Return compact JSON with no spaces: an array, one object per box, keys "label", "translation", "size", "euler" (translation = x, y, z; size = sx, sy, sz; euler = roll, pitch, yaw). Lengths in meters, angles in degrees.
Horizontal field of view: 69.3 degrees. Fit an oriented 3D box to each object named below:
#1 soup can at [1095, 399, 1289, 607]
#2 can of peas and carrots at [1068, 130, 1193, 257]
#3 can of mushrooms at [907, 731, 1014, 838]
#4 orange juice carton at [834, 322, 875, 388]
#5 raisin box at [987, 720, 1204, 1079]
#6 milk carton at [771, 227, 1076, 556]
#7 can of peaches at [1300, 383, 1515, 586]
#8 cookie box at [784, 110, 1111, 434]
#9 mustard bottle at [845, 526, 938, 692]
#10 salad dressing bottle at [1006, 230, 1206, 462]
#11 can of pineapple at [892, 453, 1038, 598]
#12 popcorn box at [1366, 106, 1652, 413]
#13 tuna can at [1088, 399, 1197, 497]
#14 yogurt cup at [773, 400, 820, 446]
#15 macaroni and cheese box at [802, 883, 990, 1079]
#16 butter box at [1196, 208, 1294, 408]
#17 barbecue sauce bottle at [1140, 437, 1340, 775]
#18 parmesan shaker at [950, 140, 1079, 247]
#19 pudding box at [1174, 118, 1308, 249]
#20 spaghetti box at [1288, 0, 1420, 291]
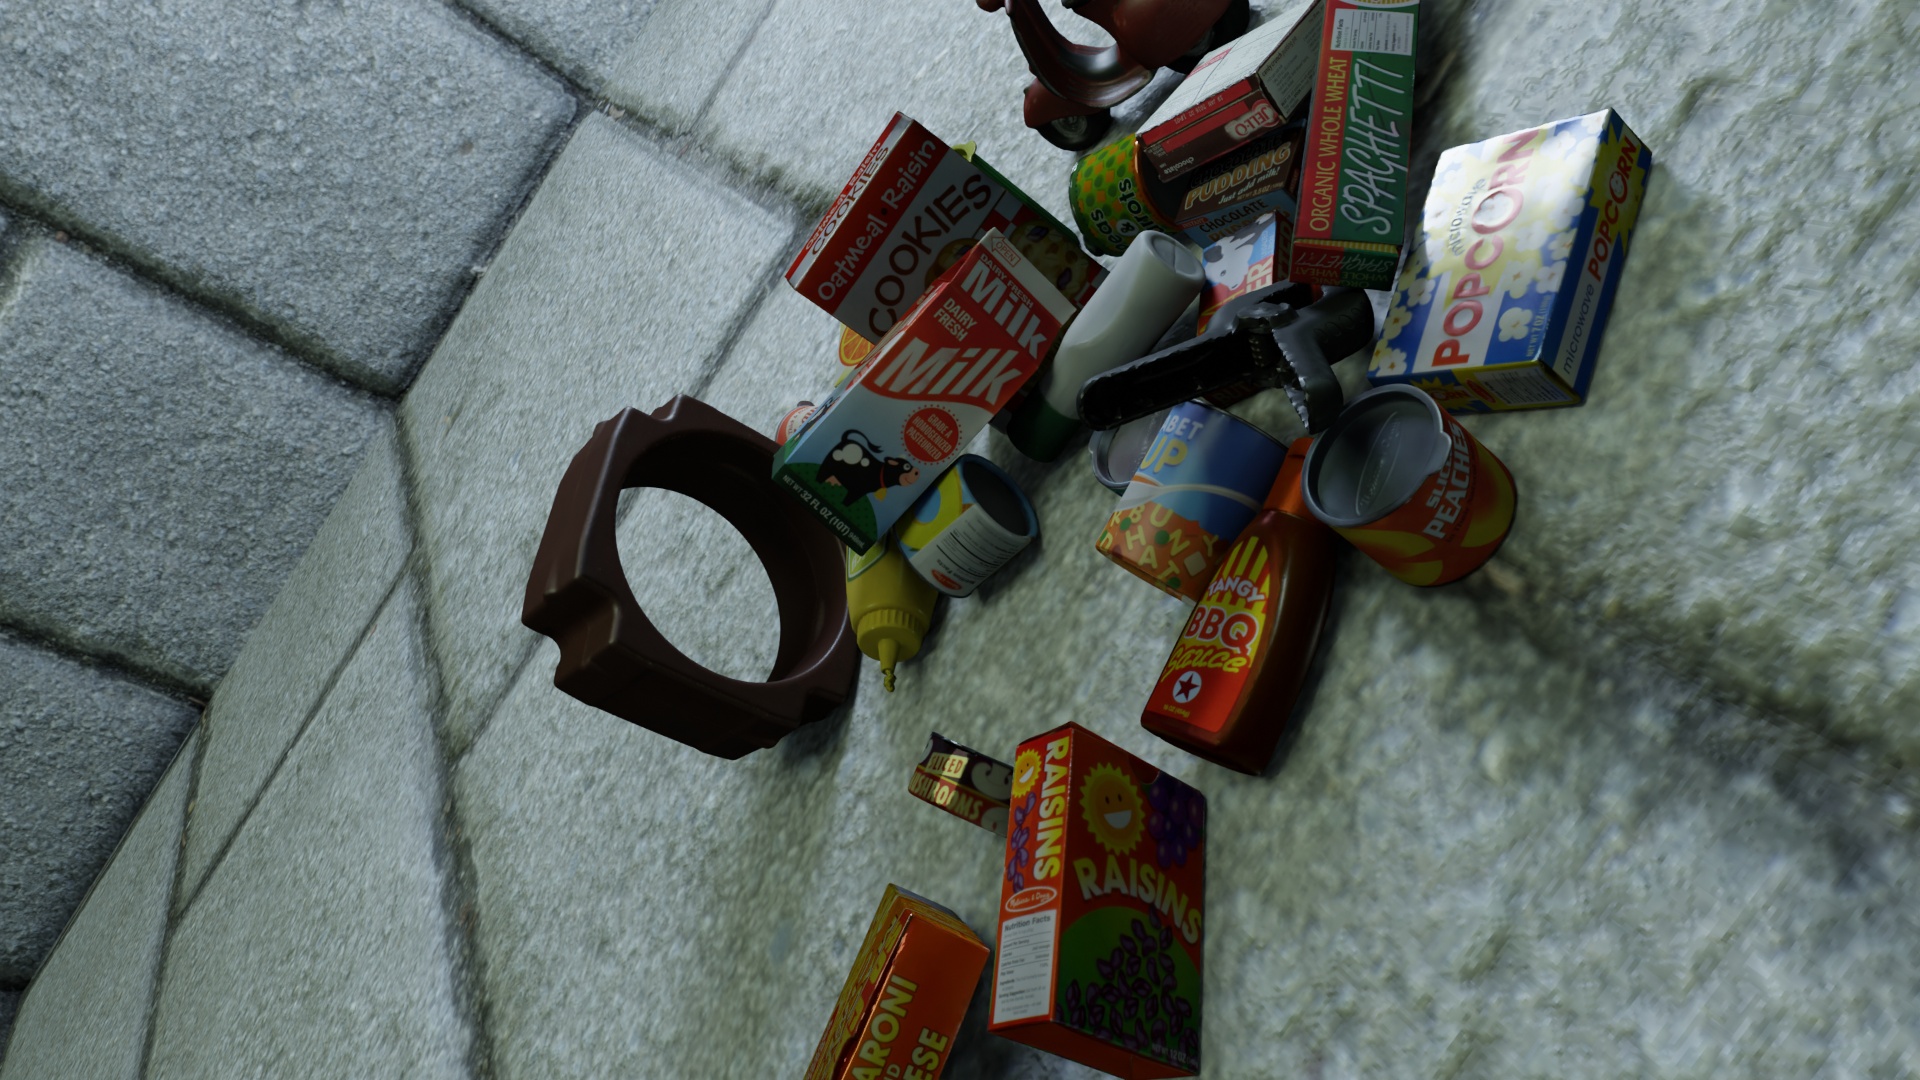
[{"label":"soup can","translation":[0.110,-0.018,0.666],"size":[0.084,0.071,0.071],"euler":[-60,31,-2]},{"label":"can of peas and carrots","translation":[0.108,-0.210,0.841],"size":[0.058,0.071,0.071],"euler":[-13,53,49]},{"label":"can of mushrooms","translation":[0.008,0.122,0.688],"size":[0.071,0.071,0.033],"euler":[12,75,58]},{"label":"orange juice carton","translation":[-0.036,-0.177,1.011],"size":[0.072,0.071,0.194],"euler":[-33,39,34]},{"label":"raisin box","translation":[0.059,0.150,0.576],"size":[0.040,0.086,0.124],"euler":[-29,42,42]},{"label":"milk carton","translation":[-0.021,-0.089,0.812],"size":[0.190,0.072,0.073],"euler":[-46,14,4]},{"label":"can of peaches","translation":[0.187,-0.022,0.573],"size":[0.071,0.058,0.071],"euler":[-35,38,33]},{"label":"cookie box","translation":[-0.005,-0.163,0.860],"size":[0.123,0.167,0.040],"euler":[-54,25,7]},{"label":"mustard bottle","translation":[-0.042,0.024,0.864],"size":[0.065,0.049,0.161],"euler":[-37,37,34]},{"label":"salad dressing bottle","translation":[0.079,-0.107,0.791],"size":[0.147,0.044,0.064],"euler":[-52,17,35]},{"label":"can of pineapple","translation":[0.003,-0.010,0.815],"size":[0.057,0.071,0.071],"euler":[-41,35,26]},{"label":"popcorn box","translation":[0.238,-0.118,0.604],"size":[0.085,0.038,0.127],"euler":[0,63,55]},{"label":"tuna can","translation":[0.103,-0.049,0.740],"size":[0.071,0.033,0.071],"euler":[-35,38,33]},{"label":"yogurt cup","translation":[-0.093,-0.068,1.006],"size":[0.054,0.072,0.072],"euler":[-7,57,43]},{"label":"macaroni and cheese box","translation":[-0.037,0.223,0.618],"size":[0.166,0.040,0.124],"euler":[119,175,-78]},{"label":"butter box","translation":[0.153,-0.124,0.742],"size":[0.053,0.024,0.104],"euler":[-26,43,43]},{"label":"barbecue sauce bottle","translation":[0.136,0.027,0.617],"size":[0.065,0.043,0.149],"euler":[11,72,59]},{"label":"parmesan shaker","translation":[0.023,-0.208,0.923],"size":[0.071,0.103,0.072],"euler":[-35,38,34]},{"label":"pudding box","translation":[0.166,-0.200,0.785],"size":[0.083,0.030,0.050],"euler":[-5,58,53]},{"label":"spaghetti box","translation":[0.202,-0.219,0.702],"size":[0.050,0.028,0.251],"euler":[8,53,12]}]
